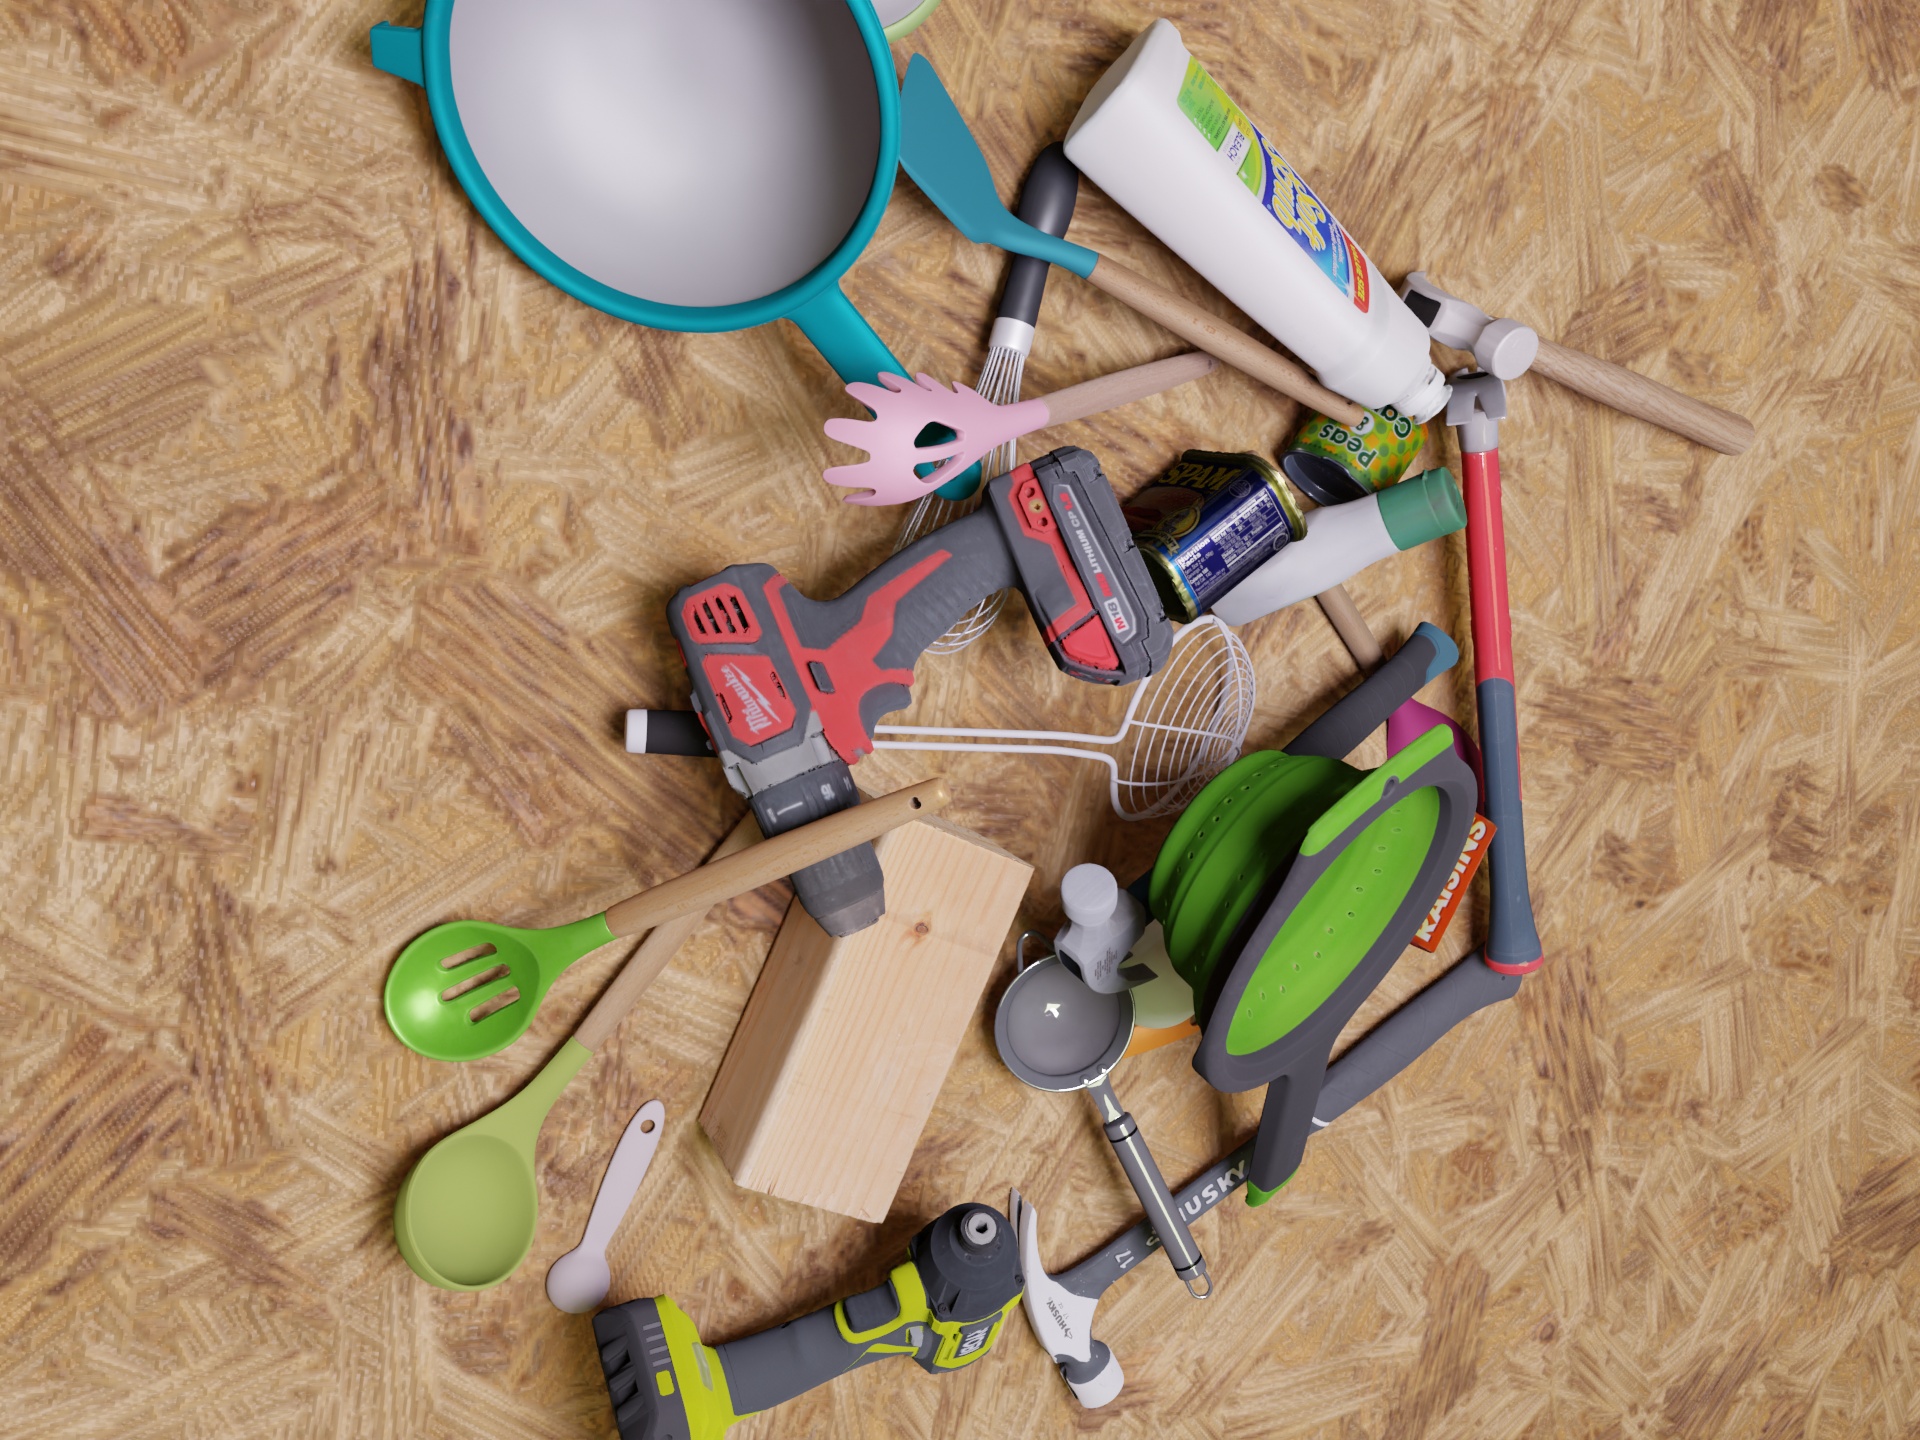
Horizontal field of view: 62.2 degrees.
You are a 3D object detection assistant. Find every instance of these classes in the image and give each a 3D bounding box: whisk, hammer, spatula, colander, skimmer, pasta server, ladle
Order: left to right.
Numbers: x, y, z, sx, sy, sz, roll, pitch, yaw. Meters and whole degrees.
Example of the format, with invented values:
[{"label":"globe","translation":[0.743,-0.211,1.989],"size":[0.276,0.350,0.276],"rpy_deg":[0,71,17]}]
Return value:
[{"label":"ladle","translation":[-0.175,0.151,0.826],"size":[0.078,0.062,0.320],"rpy_deg":[44,78,-32]},{"label":"skimmer","translation":[-0.001,-0.003,0.878],"size":[0.363,0.090,0.127],"rpy_deg":[2,118,-15]},{"label":"whisk","translation":[0.018,-0.174,0.852],"size":[0.070,0.070,0.284],"rpy_deg":[15,88,-25]},{"label":"pasta server","translation":[0.047,-0.162,0.808],"size":[0.316,0.040,0.060],"rpy_deg":[-28,129,-49]},{"label":"spatula","translation":[0.096,-0.232,0.834],"size":[0.317,0.044,0.082],"rpy_deg":[23,53,-22]},{"label":"colander","translation":[0.165,0.140,0.874],"size":[0.204,0.095,0.396],"rpy_deg":[-33,143,-27]},{"label":"hammer","translation":[0.179,0.041,0.921],"size":[0.331,0.033,0.128],"rpy_deg":[-37,148,-23]},{"label":"hammer","translation":[0.207,0.260,1.024],"size":[0.409,0.036,0.149],"rpy_deg":[-33,110,-16]},{"label":"hammer","translation":[0.329,-0.016,0.977],"size":[0.038,0.143,0.386],"rpy_deg":[-4,107,18]},{"label":"hammer","translation":[0.389,-0.214,0.985],"size":[0.331,0.130,0.031],"rpy_deg":[8,118,-36]}]

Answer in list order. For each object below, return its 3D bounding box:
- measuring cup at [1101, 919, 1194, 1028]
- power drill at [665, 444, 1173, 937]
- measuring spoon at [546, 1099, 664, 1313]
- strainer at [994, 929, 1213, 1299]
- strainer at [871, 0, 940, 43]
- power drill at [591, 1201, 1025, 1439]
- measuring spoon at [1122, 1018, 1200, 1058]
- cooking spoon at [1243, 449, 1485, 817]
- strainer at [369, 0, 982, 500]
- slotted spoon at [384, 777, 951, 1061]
[{"label":"measuring cup","translation":[0.148,0.115,0.968],"size":[0.083,0.038,0.167],"rpy_deg":[42,84,-24]},{"label":"power drill","translation":[-0.012,-0.016,0.776],"size":[0.226,0.080,0.188],"rpy_deg":[-23,87,0]},{"label":"measuring spoon","translation":[-0.188,0.265,0.860],"size":[0.034,0.018,0.124],"rpy_deg":[24,89,-25]},{"label":"strainer","translation":[0.089,0.234,0.942],"size":[0.087,0.050,0.258],"rpy_deg":[-28,97,-9]},{"label":"strainer","translation":[-0.062,-0.355,0.773],"size":[0.151,0.069,0.256],"rpy_deg":[4,96,-24]},{"label":"power drill","translation":[-0.076,0.327,0.852],"size":[0.223,0.080,0.171],"rpy_deg":[-14,147,-18]},{"label":"measuring spoon","translation":[0.108,0.199,0.981],"size":[0.117,0.011,0.021],"rpy_deg":[-16,106,-20]},{"label":"cooking spoon","translation":[0.257,-0.040,0.998],"size":[0.069,0.017,0.318],"rpy_deg":[-43,114,-11]},{"label":"strainer","translation":[-0.089,-0.251,0.753],"size":[0.211,0.095,0.340],"rpy_deg":[-25,124,27]},{"label":"slotted spoon","translation":[-0.144,0.090,0.763],"size":[0.314,0.031,0.070],"rpy_deg":[-23,95,17]}]
